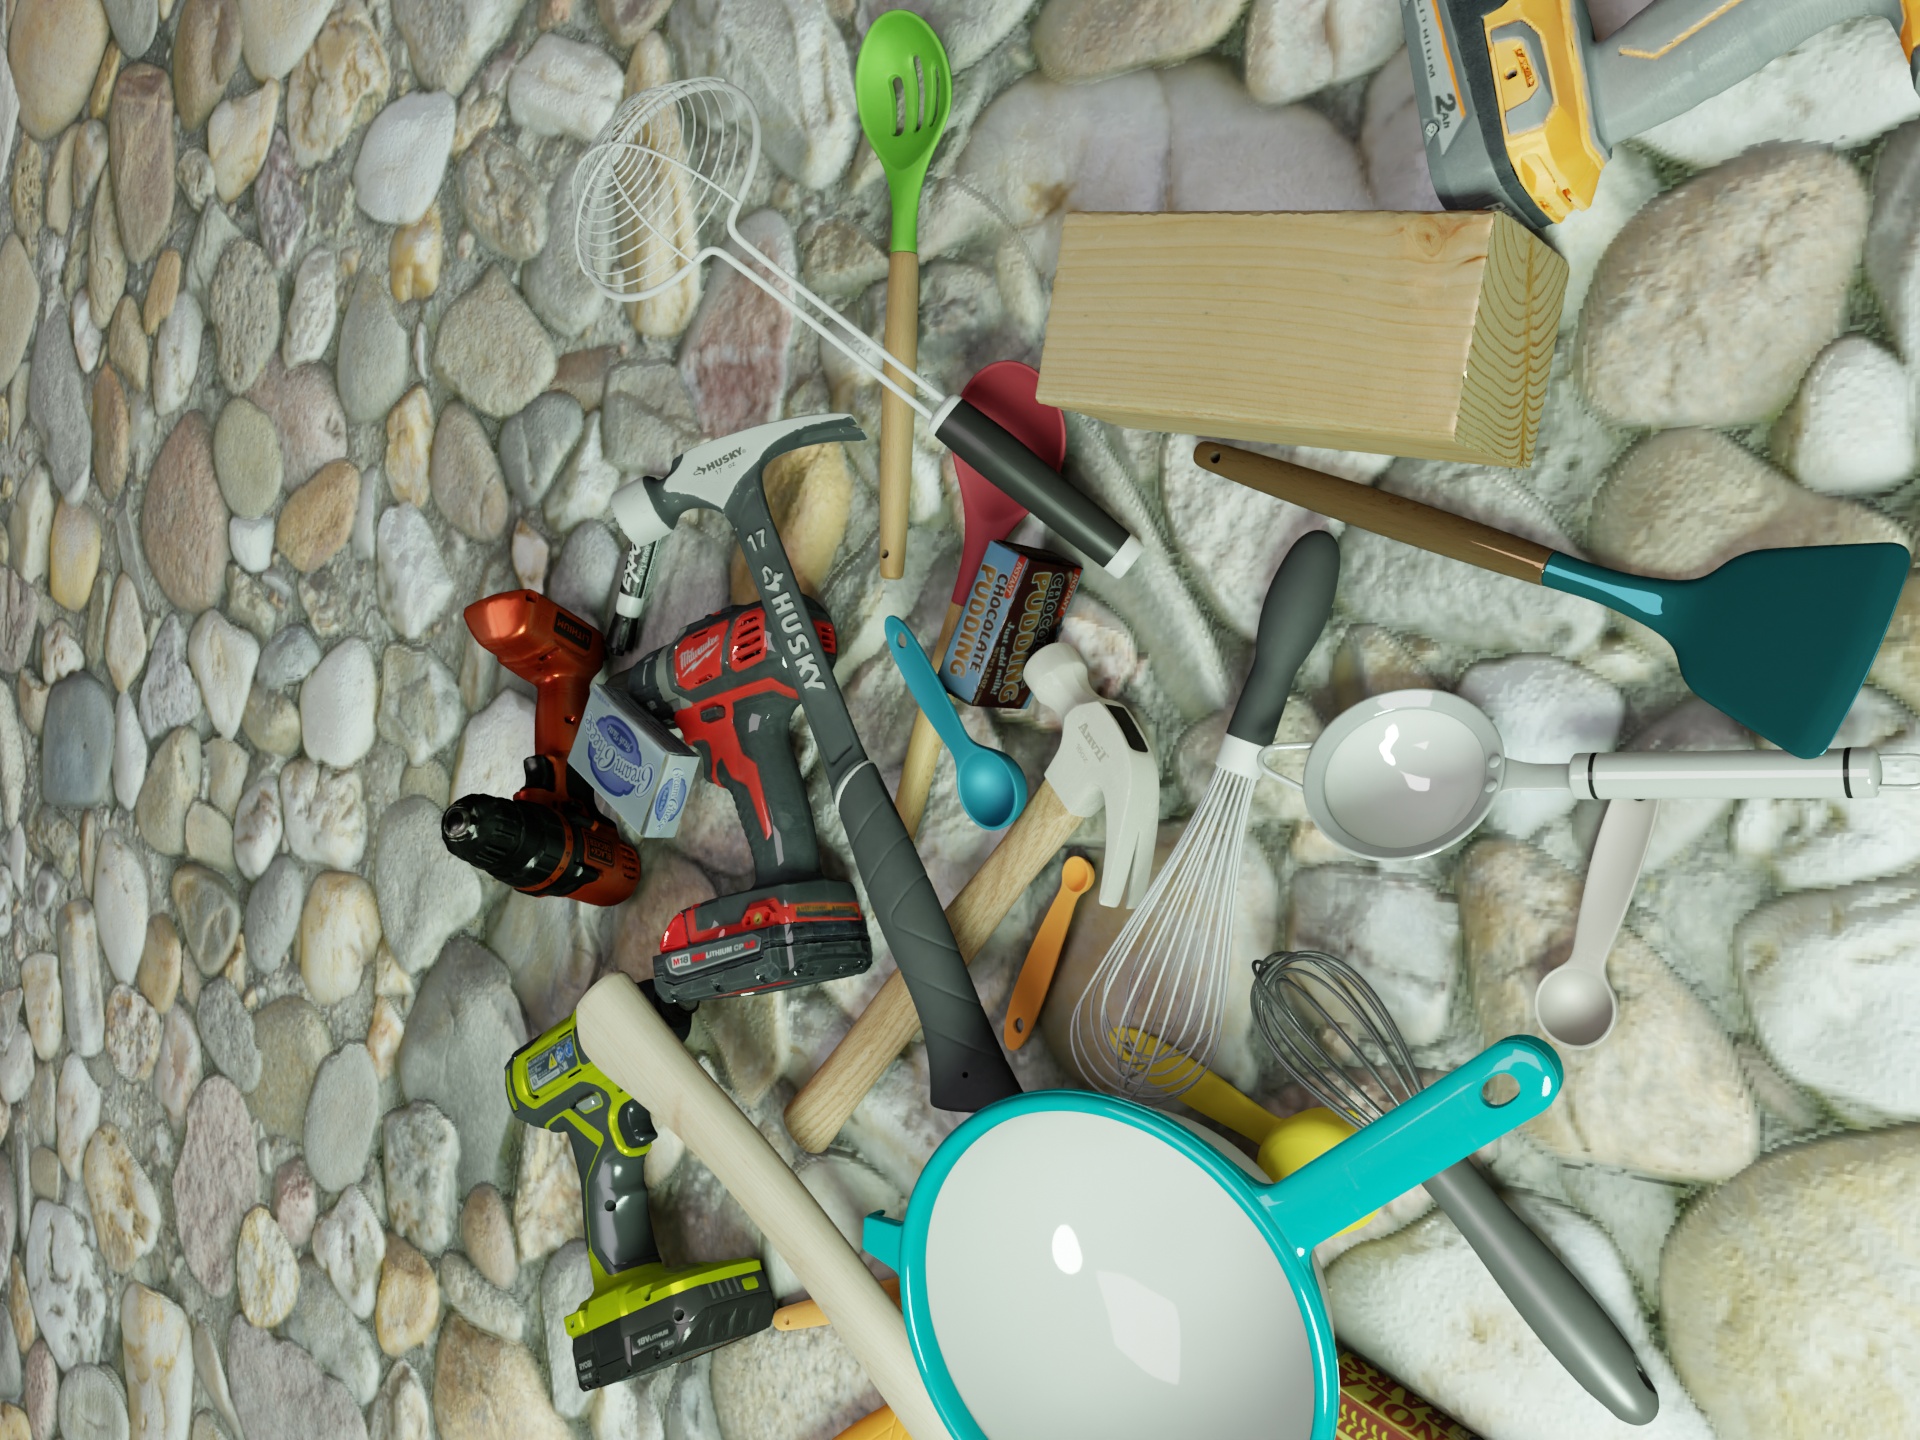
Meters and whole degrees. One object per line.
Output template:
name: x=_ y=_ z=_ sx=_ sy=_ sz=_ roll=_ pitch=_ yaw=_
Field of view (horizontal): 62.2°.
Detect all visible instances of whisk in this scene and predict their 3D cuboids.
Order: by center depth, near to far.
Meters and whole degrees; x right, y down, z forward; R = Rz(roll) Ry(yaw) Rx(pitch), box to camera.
whisk: x=0.207 y=0.193 z=0.680 sx=0.055 sy=0.055 sz=0.239 roll=-50 pitch=65 yaw=27
whisk: x=0.120 y=0.047 z=0.743 sx=0.070 sy=0.070 sz=0.284 roll=22 pitch=97 yaw=37

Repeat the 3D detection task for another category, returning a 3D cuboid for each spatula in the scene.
spatula: x=0.222 y=-0.076 z=0.672 sx=0.318 sy=0.044 sz=0.082 roll=27 pitch=101 yaw=38
spatula: x=0.008 y=0.297 z=0.851 sx=0.322 sy=0.041 sz=0.081 roll=-29 pitch=73 yaw=39

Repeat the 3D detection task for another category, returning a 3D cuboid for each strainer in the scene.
strainer: x=0.246 y=0.025 z=0.646 sx=0.258 sy=0.050 sz=0.087 roll=-2 pitch=56 yaw=38
strainer: x=0.123 y=0.220 z=0.686 sx=0.340 sy=0.095 sz=0.211 roll=-43 pitch=73 yaw=28

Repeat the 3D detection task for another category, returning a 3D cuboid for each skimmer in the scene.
skimmer: x=-0.052 y=-0.196 z=0.828 sx=0.363 sy=0.090 sz=0.127 roll=38 pitch=99 yaw=0

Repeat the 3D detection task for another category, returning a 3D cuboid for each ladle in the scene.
ladle: x=-0.004 y=-0.038 z=0.867 sx=0.069 sy=0.031 sz=0.315 roll=22 pitch=105 yaw=26

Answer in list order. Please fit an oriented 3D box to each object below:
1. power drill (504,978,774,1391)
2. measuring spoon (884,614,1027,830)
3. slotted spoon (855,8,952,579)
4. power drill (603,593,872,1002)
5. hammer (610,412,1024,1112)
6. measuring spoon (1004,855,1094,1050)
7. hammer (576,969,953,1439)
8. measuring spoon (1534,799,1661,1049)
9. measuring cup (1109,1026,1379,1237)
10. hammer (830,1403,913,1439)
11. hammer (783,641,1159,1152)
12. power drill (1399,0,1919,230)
power drill: x=-0.199 y=0.281 z=0.986 sx=0.171 sy=0.080 sz=0.223 roll=-34 pitch=65 yaw=34
measuring spoon: x=-0.001 y=-0.003 z=0.812 sx=0.042 sy=0.021 sz=0.129 roll=-48 pitch=65 yaw=42
slotted spoon: x=-0.034 y=-0.237 z=0.898 sx=0.070 sy=0.031 sz=0.314 roll=4 pitch=93 yaw=39
power drill: x=-0.144 y=0.050 z=0.949 sx=0.188 sy=0.080 sz=0.227 roll=-18 pitch=75 yaw=37
hammer: x=-0.058 y=0.015 z=0.842 sx=0.149 sy=0.036 sz=0.409 roll=-26 pitch=70 yaw=7
measuring spoon: x=0.047 y=0.123 z=0.833 sx=0.021 sy=0.011 sz=0.117 roll=38 pitch=116 yaw=44
hammer: x=-0.066 y=0.283 z=0.842 sx=0.411 sy=0.038 sz=0.146 roll=45 pitch=111 yaw=21
measuring spoon: x=0.268 y=0.075 z=0.653 sx=0.034 sy=0.018 sz=0.124 roll=18 pitch=93 yaw=46
measuring cup: x=0.126 y=0.188 z=0.751 sx=0.157 sy=0.029 sz=0.062 roll=27 pitch=106 yaw=35
hammer: x=-0.095 y=0.462 z=0.921 sx=0.336 sy=0.034 sz=0.127 roll=-46 pitch=61 yaw=28
hammer: x=-0.004 y=0.122 z=0.852 sx=0.331 sy=0.031 sz=0.130 roll=-54 pitch=48 yaw=27
power drill: x=0.288 y=-0.301 z=0.605 sx=0.226 sy=0.084 sz=0.185 roll=-12 pitch=81 yaw=34
